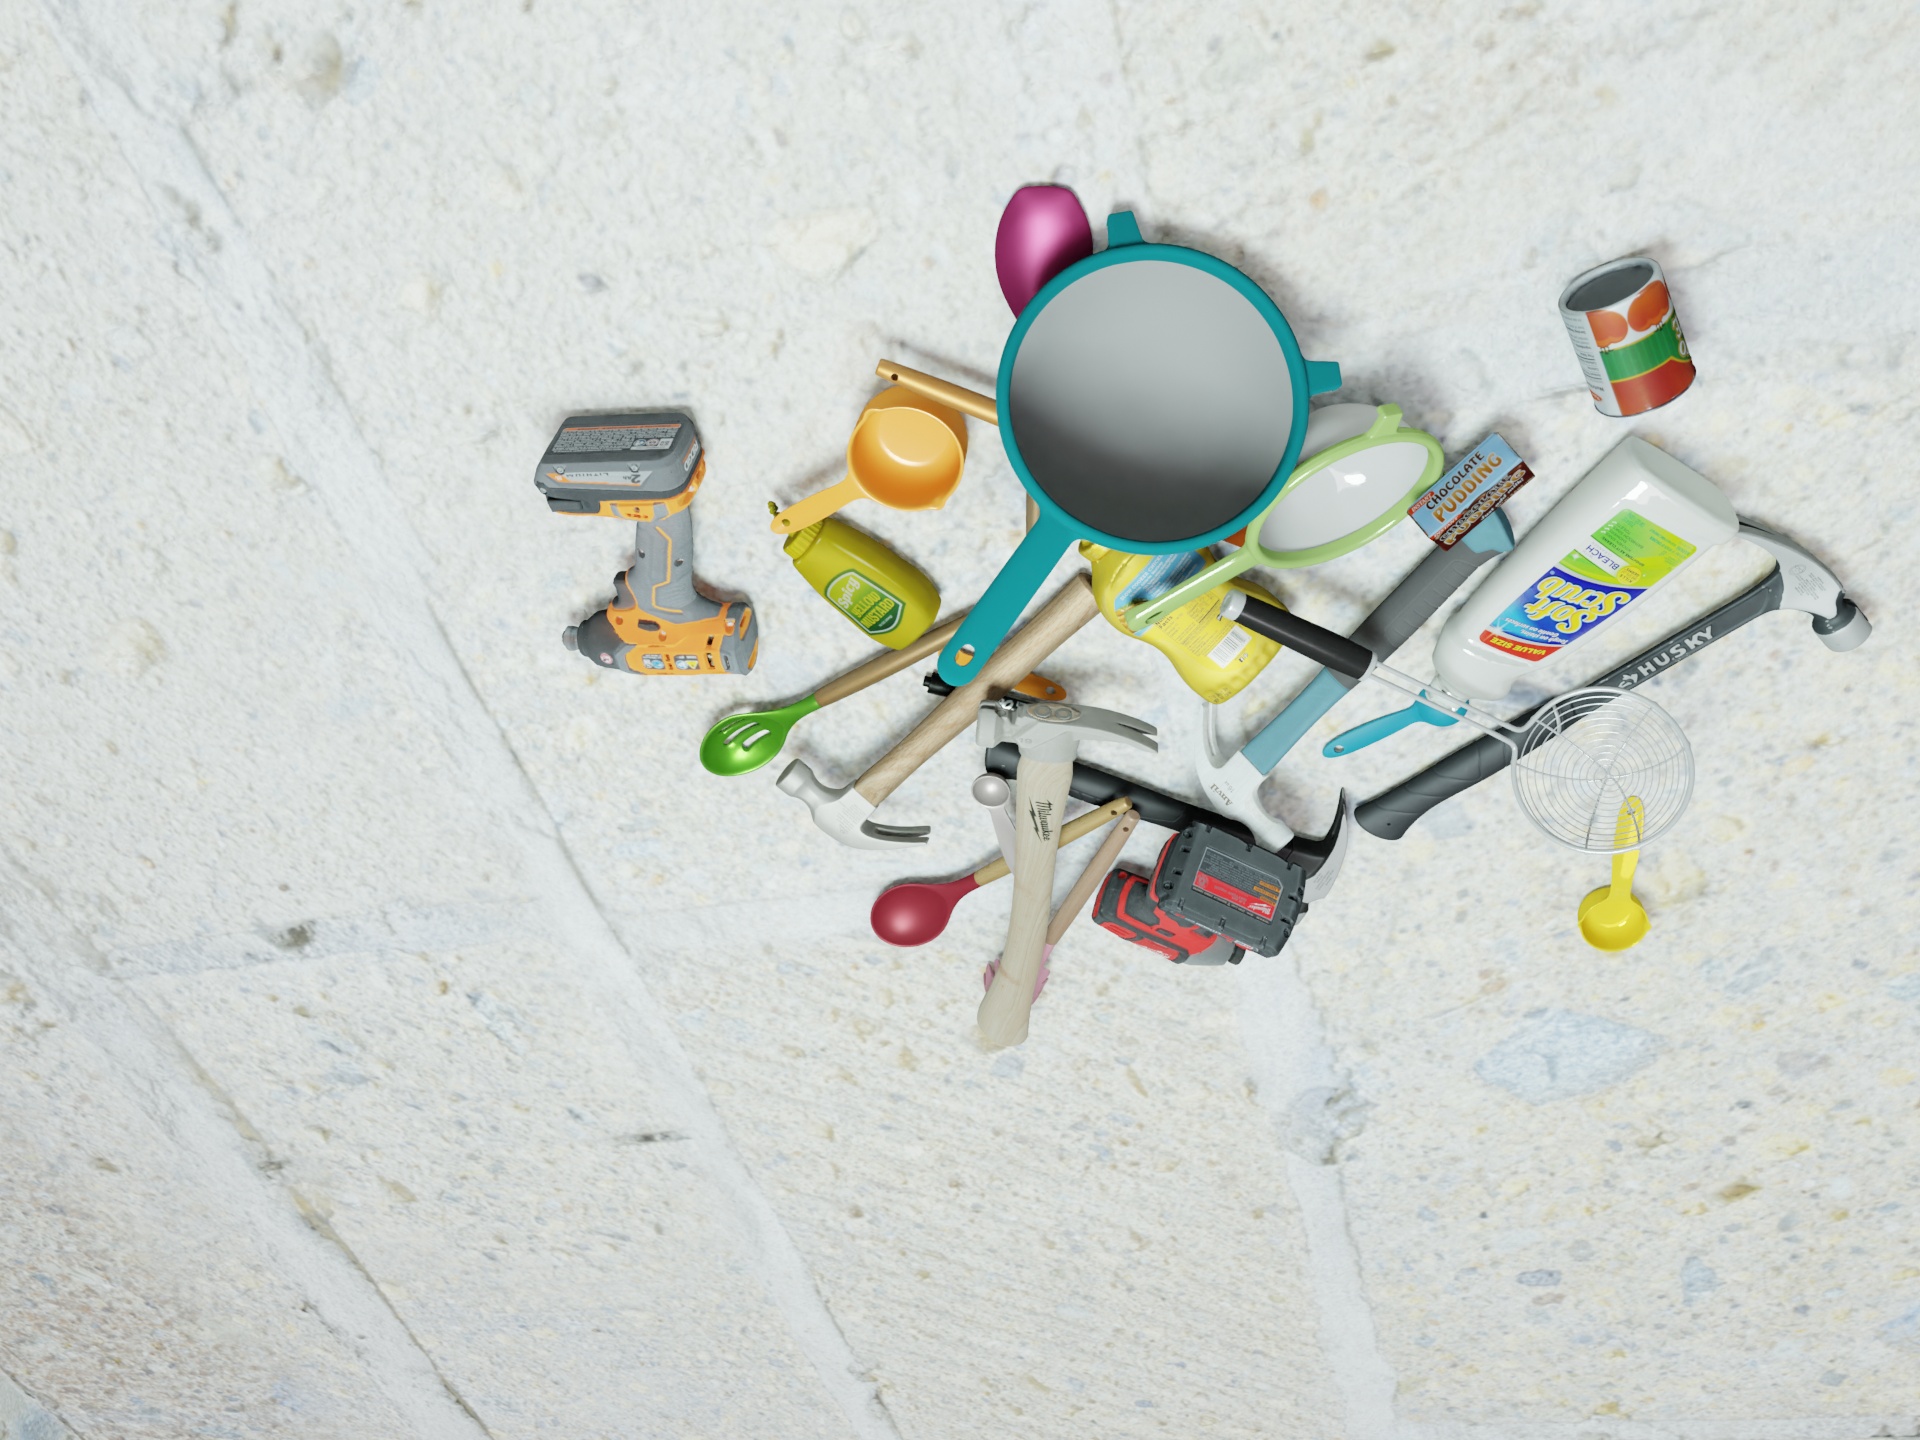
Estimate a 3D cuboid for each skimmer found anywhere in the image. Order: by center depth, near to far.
[{"bbox_3d":[0.364,-0.014,1.174,0.363,0.090,0.127,23,94,-11],"label":"skimmer"}]

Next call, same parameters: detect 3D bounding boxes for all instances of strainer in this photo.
[{"bbox_3d":[0.090,-0.162,1.100,0.211,0.095,0.340,36,87,0],"label":"strainer"},{"bbox_3d":[0.221,-0.153,1.159,0.256,0.069,0.151,-31,154,22],"label":"strainer"}]

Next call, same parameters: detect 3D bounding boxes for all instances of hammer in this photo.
[{"bbox_3d":[0.307,-0.042,1.249,0.128,0.033,0.331,47,120,13],"label":"hammer"},{"bbox_3d":[0.488,-0.014,1.265,0.149,0.036,0.409,41,124,-20],"label":"hammer"},{"bbox_3d":[-0.002,-0.004,1.328,0.130,0.031,0.331,42,115,-15],"label":"hammer"},{"bbox_3d":[0.178,0.075,1.388,0.334,0.035,0.146,20,129,-6],"label":"hammer"},{"bbox_3d":[0.072,0.149,1.395,0.146,0.038,0.410,6,131,1],"label":"hammer"}]

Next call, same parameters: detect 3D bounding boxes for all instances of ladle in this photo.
[{"bbox_3d":[0.034,0.134,1.441,0.315,0.031,0.069,-31,111,37],"label":"ladle"}]

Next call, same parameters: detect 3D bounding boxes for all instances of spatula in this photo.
[{"bbox_3d":[0.091,-0.205,1.170,0.322,0.041,0.081,20,126,-8],"label":"spatula"}]

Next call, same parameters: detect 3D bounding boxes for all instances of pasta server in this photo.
[{"bbox_3d":[0.094,0.181,1.470,0.060,0.040,0.316,22,132,-7],"label":"pasta server"}]

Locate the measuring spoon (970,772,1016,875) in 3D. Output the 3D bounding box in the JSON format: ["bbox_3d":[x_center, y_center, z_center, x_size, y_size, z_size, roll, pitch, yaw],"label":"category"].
[{"bbox_3d":[0.040,0.093,1.391,0.034,0.018,0.124,-10,123,17],"label":"measuring spoon"}]

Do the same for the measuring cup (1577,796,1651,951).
[{"bbox_3d":[0.570,0.129,1.377,0.062,0.029,0.156,1,117,9],"label":"measuring cup"}]

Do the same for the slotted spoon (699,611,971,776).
[{"bbox_3d":[-0.098,-0.028,1.351,0.314,0.031,0.070,-26,137,27],"label":"slotted spoon"}]

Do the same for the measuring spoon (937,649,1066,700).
[{"bbox_3d":[0.036,-0.041,1.337,0.117,0.011,0.021,20,125,-11],"label":"measuring spoon"}]

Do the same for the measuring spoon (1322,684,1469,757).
[{"bbox_3d":[0.358,0.008,1.311,0.128,0.021,0.042,-27,120,25],"label":"measuring spoon"}]

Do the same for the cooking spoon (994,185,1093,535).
[{"bbox_3d":[0.058,-0.235,1.172,0.069,0.017,0.318,4,128,5],"label":"cooking spoon"}]

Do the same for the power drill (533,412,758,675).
[{"bbox_3d":[-0.263,-0.129,1.273,0.164,0.084,0.226,0,132,10],"label":"power drill"}]

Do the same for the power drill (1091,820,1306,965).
[{"bbox_3d":[0.207,0.164,1.372,0.143,0.078,0.219,25,161,-3],"label":"power drill"}]

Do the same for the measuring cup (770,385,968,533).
[{"bbox_3d":[-0.072,-0.192,1.208,0.173,0.052,0.095,-23,121,27],"label":"measuring cup"}]
